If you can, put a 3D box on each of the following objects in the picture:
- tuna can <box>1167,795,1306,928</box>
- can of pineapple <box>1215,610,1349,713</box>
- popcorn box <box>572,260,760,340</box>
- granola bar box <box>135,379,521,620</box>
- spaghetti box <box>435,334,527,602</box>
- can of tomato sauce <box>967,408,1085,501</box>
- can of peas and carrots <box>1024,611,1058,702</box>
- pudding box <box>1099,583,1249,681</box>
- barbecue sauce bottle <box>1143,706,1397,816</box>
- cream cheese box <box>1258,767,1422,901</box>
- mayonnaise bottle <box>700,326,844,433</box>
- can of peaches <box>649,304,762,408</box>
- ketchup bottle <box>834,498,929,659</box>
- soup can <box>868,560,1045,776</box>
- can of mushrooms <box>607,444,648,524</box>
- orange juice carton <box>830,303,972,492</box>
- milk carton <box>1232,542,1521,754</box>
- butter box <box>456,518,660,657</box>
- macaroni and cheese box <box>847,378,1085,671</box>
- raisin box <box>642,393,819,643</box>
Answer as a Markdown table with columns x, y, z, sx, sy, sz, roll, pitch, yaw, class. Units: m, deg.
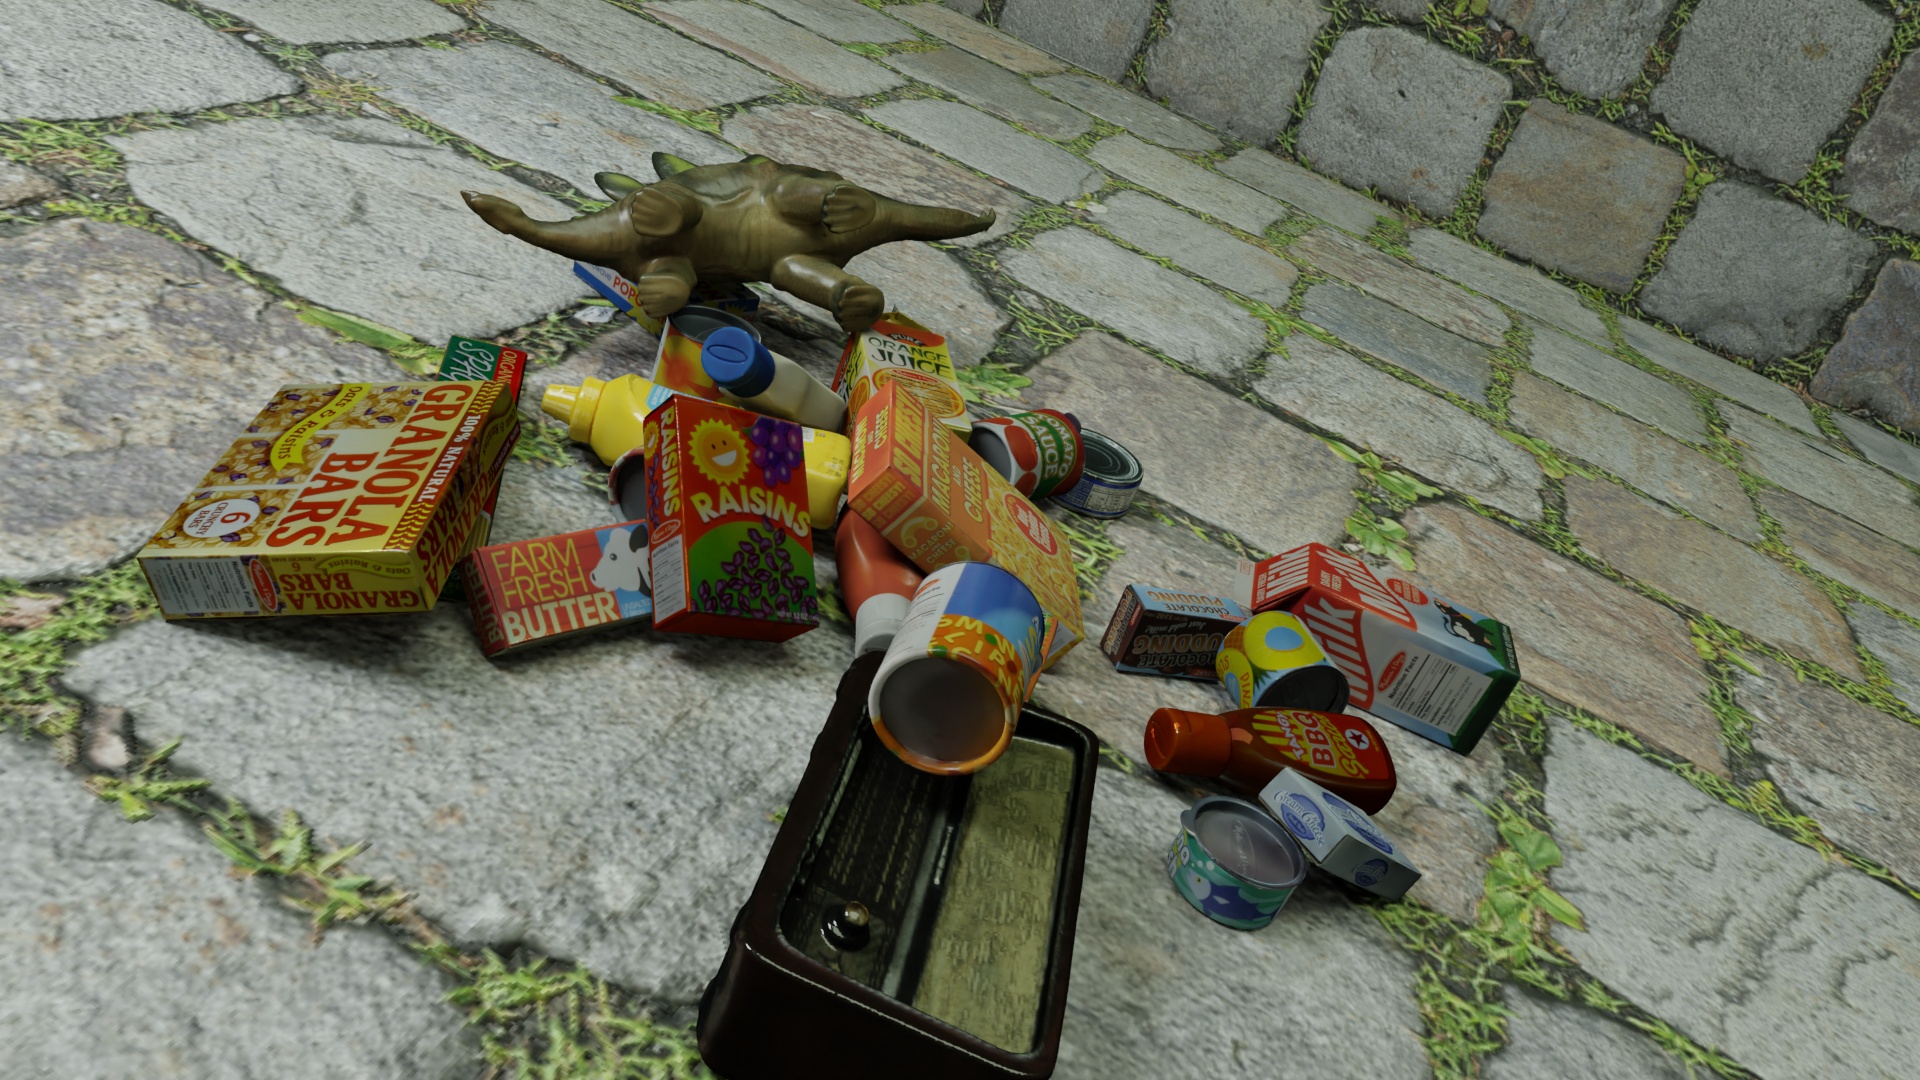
| x | y | z | sx | sy | sz | roll | pitch | yaw | class |
| --- | --- | --- | --- | --- | --- | --- | --- | --- | --- |
| 0.142 | 0.168 | 0.728 | 0.071 | 0.032 | 0.071 | 17 | 28 | -10 | tuna can |
| 0.200 | 0.087 | 0.875 | 0.071 | 0.070 | 0.058 | 9 | 30 | -24 | can of pineapple |
| -0.231 | -0.202 | 1.092 | 0.127 | 0.038 | 0.085 | 38 | 32 | 26 | popcorn box |
| -0.302 | -0.024 | 0.688 | 0.124 | 0.038 | 0.166 | -1 | 34 | 0 | granola bar box |
| -0.288 | -0.050 | 0.801 | 0.050 | 0.028 | 0.251 | 12 | 30 | -18 | spaghetti box |
| 0.042 | -0.060 | 1.010 | 0.071 | 0.070 | 0.083 | 39 | 33 | 28 | can of tomato sauce |
| 0.018 | 0.061 | 0.785 | 0.059 | 0.070 | 0.071 | 23 | 28 | 1 | can of peas and carrots |
| 0.138 | 0.060 | 0.893 | 0.084 | 0.049 | 0.030 | 9 | 29 | -25 | pudding box |
| 0.181 | 0.125 | 0.818 | 0.149 | 0.043 | 0.065 | 10 | 37 | -21 | barbecue sauce bottle |
| 0.207 | 0.161 | 0.756 | 0.103 | 0.024 | 0.053 | 31 | 14 | -45 | cream cheese box |
| -0.127 | -0.103 | 0.924 | 0.065 | 0.041 | 0.148 | 16 | -5 | 15 | mayonnaise bottle |
| -0.178 | -0.124 | 0.977 | 0.071 | 0.057 | 0.071 | 18 | 28 | -10 | can of peaches |
| -0.044 | 0.025 | 0.830 | 0.065 | 0.043 | 0.149 | 22 | 28 | -16 | ketchup bottle |
| 0.002 | 0.058 | 0.631 | 0.071 | 0.071 | 0.084 | 23 | 28 | 1 | soup can |
| -0.168 | -0.028 | 0.805 | 0.071 | 0.070 | 0.033 | 31 | 31 | 15 | can of mushrooms |
| -0.049 | -0.105 | 1.021 | 0.073 | 0.071 | 0.193 | 13 | 30 | -18 | orange juice carton |
| 0.278 | 0.065 | 0.960 | 0.191 | 0.073 | 0.073 | 24 | 28 | 3 | milk carton |
| -0.201 | 0.023 | 0.716 | 0.104 | 0.024 | 0.053 | -13 | 80 | -47 | butter box |
| 0.003 | -0.011 | 0.862 | 0.166 | 0.040 | 0.124 | 41 | 22 | -22 | macaroni and cheese box |
| -0.126 | -0.011 | 0.760 | 0.086 | 0.040 | 0.124 | 10 | 64 | -41 | raisin box |
